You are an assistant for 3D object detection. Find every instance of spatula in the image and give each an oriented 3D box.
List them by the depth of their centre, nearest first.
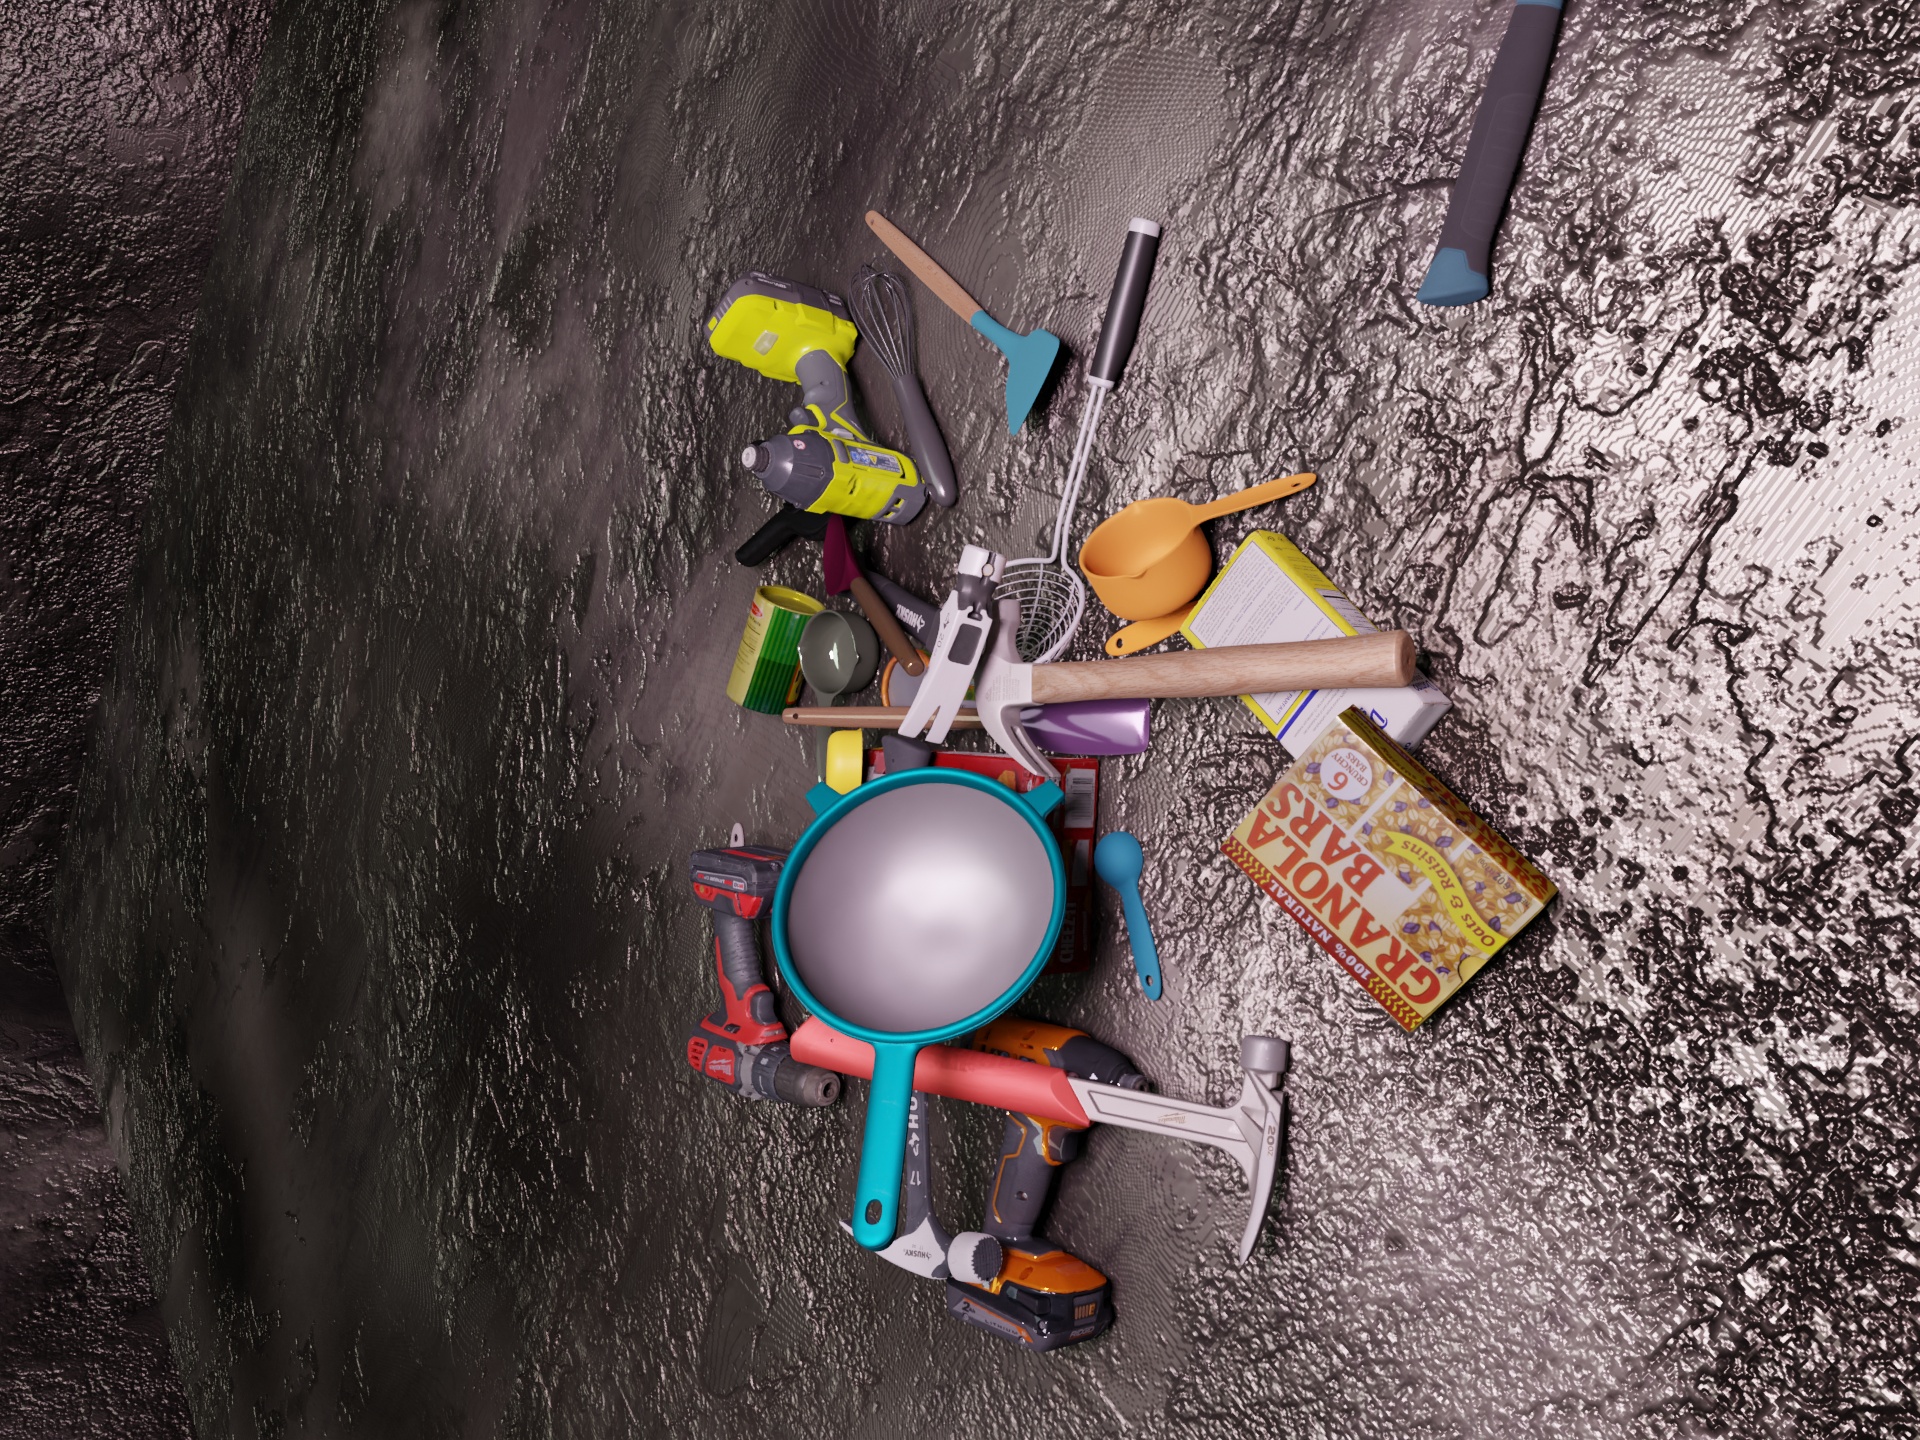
[{"bbox_3d":[-0.002,-0.004,1.247,0.316,0.018,0.060,0,89,26],"label":"spatula"},{"bbox_3d":[-0.006,-0.349,1.315,0.318,0.044,0.082,51,126,36],"label":"spatula"}]

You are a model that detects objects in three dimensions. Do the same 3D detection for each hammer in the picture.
[{"bbox_3d":[0.345,-0.414,0.958,0.128,0.033,0.331,27,108,43],"label":"hammer"},{"bbox_3d":[0.144,-0.028,1.068,0.331,0.031,0.130,-3,86,40],"label":"hammer"},{"bbox_3d":[0.045,0.269,1.124,0.359,0.036,0.149,7,81,20],"label":"hammer"},{"bbox_3d":[-0.039,0.213,1.223,0.149,0.036,0.409,-11,78,45],"label":"hammer"},{"bbox_3d":[-0.053,-0.086,1.272,0.335,0.035,0.146,35,109,66],"label":"hammer"}]

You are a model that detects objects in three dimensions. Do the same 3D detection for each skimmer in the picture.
[{"bbox_3d":[0.070,-0.199,1.195,0.127,0.090,0.363,28,108,44],"label":"skimmer"}]

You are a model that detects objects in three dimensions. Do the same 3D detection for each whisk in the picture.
[{"bbox_3d":[-0.045,-0.289,1.354,0.055,0.055,0.239,-31,71,41],"label":"whisk"}]

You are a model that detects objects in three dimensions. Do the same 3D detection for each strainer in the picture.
[{"bbox_3d":[-0.028,0.201,1.107,0.211,0.095,0.341,-1,60,14],"label":"strainer"}]

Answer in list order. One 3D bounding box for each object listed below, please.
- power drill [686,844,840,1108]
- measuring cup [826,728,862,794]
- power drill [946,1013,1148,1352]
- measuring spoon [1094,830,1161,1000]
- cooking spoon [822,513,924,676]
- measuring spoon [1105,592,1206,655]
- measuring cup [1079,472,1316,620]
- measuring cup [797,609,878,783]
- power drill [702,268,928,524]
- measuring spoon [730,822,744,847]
[{"bbox_3d":[-0.177,0.236,1.450,0.188,0.080,0.226,6,96,46],"label":"power drill"},{"bbox_3d":[-0.104,0.046,1.355,0.156,0.029,0.062,131,141,-75],"label":"measuring cup"},{"bbox_3d":[0.067,0.342,1.189,0.164,0.084,0.226,2,86,46],"label":"power drill"},{"bbox_3d":[0.123,0.144,1.175,0.042,0.021,0.129,-29,67,42],"label":"measuring spoon"},{"bbox_3d":[-0.074,-0.098,1.260,0.319,0.017,0.068,-124,43,-62],"label":"cooking spoon"},{"bbox_3d":[0.148,-0.071,1.166,0.117,0.011,0.021,-24,72,43],"label":"measuring spoon"},{"bbox_3d":[0.172,-0.124,1.116,0.173,0.052,0.095,-18,35,19],"label":"measuring cup"},{"bbox_3d":[-0.107,-0.016,1.415,0.083,0.038,0.167,11,102,44],"label":"measuring cup"},{"bbox_3d":[-0.133,-0.273,1.357,0.080,0.171,0.223,-44,55,36],"label":"power drill"},{"bbox_3d":[-0.225,0.161,1.541,0.034,0.018,0.124,6,92,46],"label":"measuring spoon"}]
